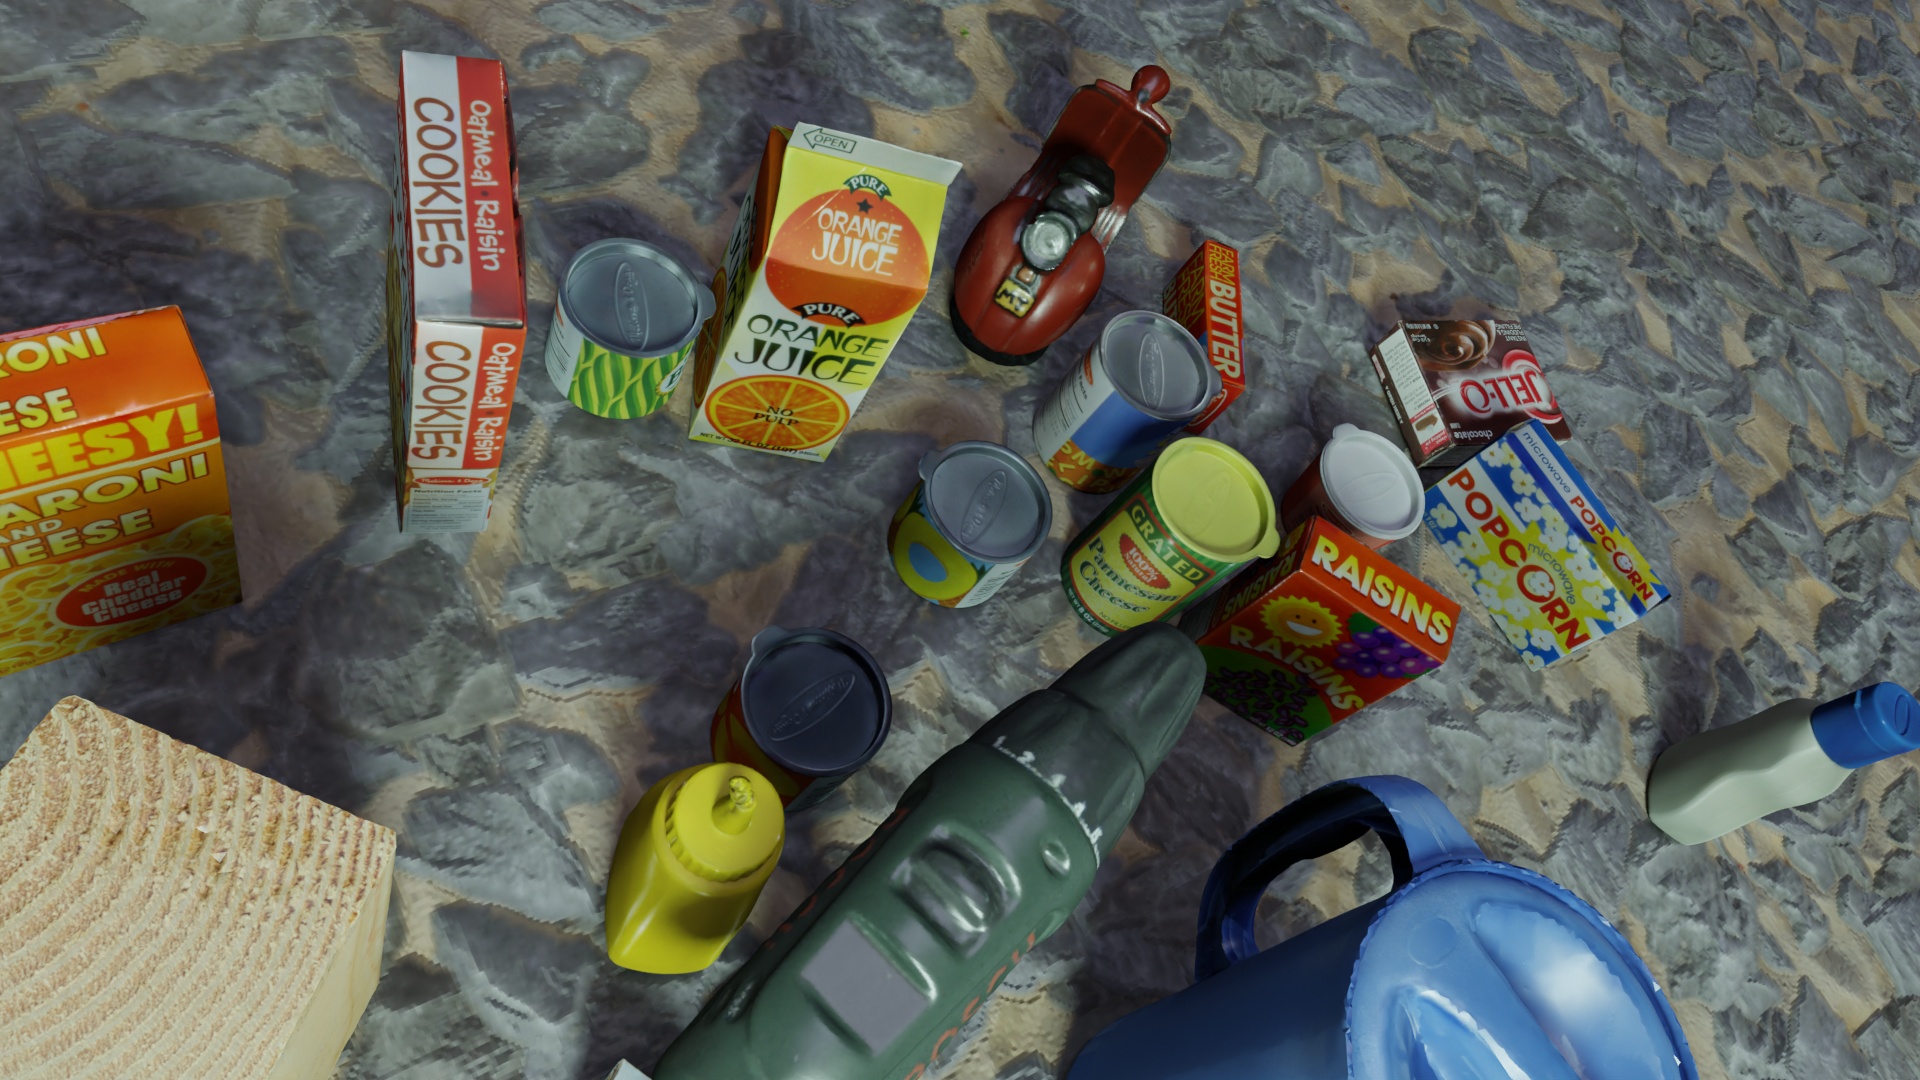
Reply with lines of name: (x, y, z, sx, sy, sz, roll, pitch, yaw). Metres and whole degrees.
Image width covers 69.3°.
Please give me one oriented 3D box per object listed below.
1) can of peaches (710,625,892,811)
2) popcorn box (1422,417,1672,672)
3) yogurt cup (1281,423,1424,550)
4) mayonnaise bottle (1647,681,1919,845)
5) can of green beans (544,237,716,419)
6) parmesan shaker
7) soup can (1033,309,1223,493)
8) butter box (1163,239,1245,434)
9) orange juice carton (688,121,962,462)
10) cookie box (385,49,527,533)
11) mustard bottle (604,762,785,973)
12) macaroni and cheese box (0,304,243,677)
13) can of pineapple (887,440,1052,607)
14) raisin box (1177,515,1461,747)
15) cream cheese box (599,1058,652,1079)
can of peaches: (-0.071, 0.077, 0.603, 0.071, 0.057, 0.071, 11, 60, -19)
popcorn box: (0.335, 0.003, 0.810, 0.038, 0.084, 0.127, -25, 76, -32)
yogurt cup: (0.220, -0.021, 0.790, 0.072, 0.053, 0.073, 11, 60, -19)
mayonnaise bottle: (0.448, 0.120, 0.760, 0.041, 0.147, 0.065, 38, 55, -2)
can of green beans: (-0.160, -0.099, 0.657, 0.071, 0.057, 0.071, 11, 60, -19)
parmesan shaker: (0.103, 0.004, 0.693, 0.071, 0.102, 0.071, 11, 60, -19)
soup can: (0.087, -0.071, 0.738, 0.071, 0.083, 0.071, 11, 60, -19)
butter box: (0.141, -0.119, 0.807, 0.024, 0.053, 0.104, 14, 59, -17)
orange juice carton: (-0.066, -0.116, 0.627, 0.072, 0.191, 0.073, 9, 61, -20)
cookie box: (-0.208, -0.094, 0.566, 0.040, 0.166, 0.123, -1, 65, -25)
mustard bottle: (-0.096, 0.116, 0.509, 0.049, 0.159, 0.065, 10, 60, -19)
macaroni and cheese box: (-0.319, -0.007, 0.470, 0.124, 0.165, 0.040, -22, 75, -32)
can of pineapple: (0.002, -0.009, 0.682, 0.071, 0.057, 0.071, 11, 60, -19)
raisin box: (0.171, 0.048, 0.688, 0.086, 0.122, 0.040, 32, 56, -6)
cream cheese box: (-0.094, 0.233, 0.512, 0.104, 0.053, 0.024, 36, 55, -3)
